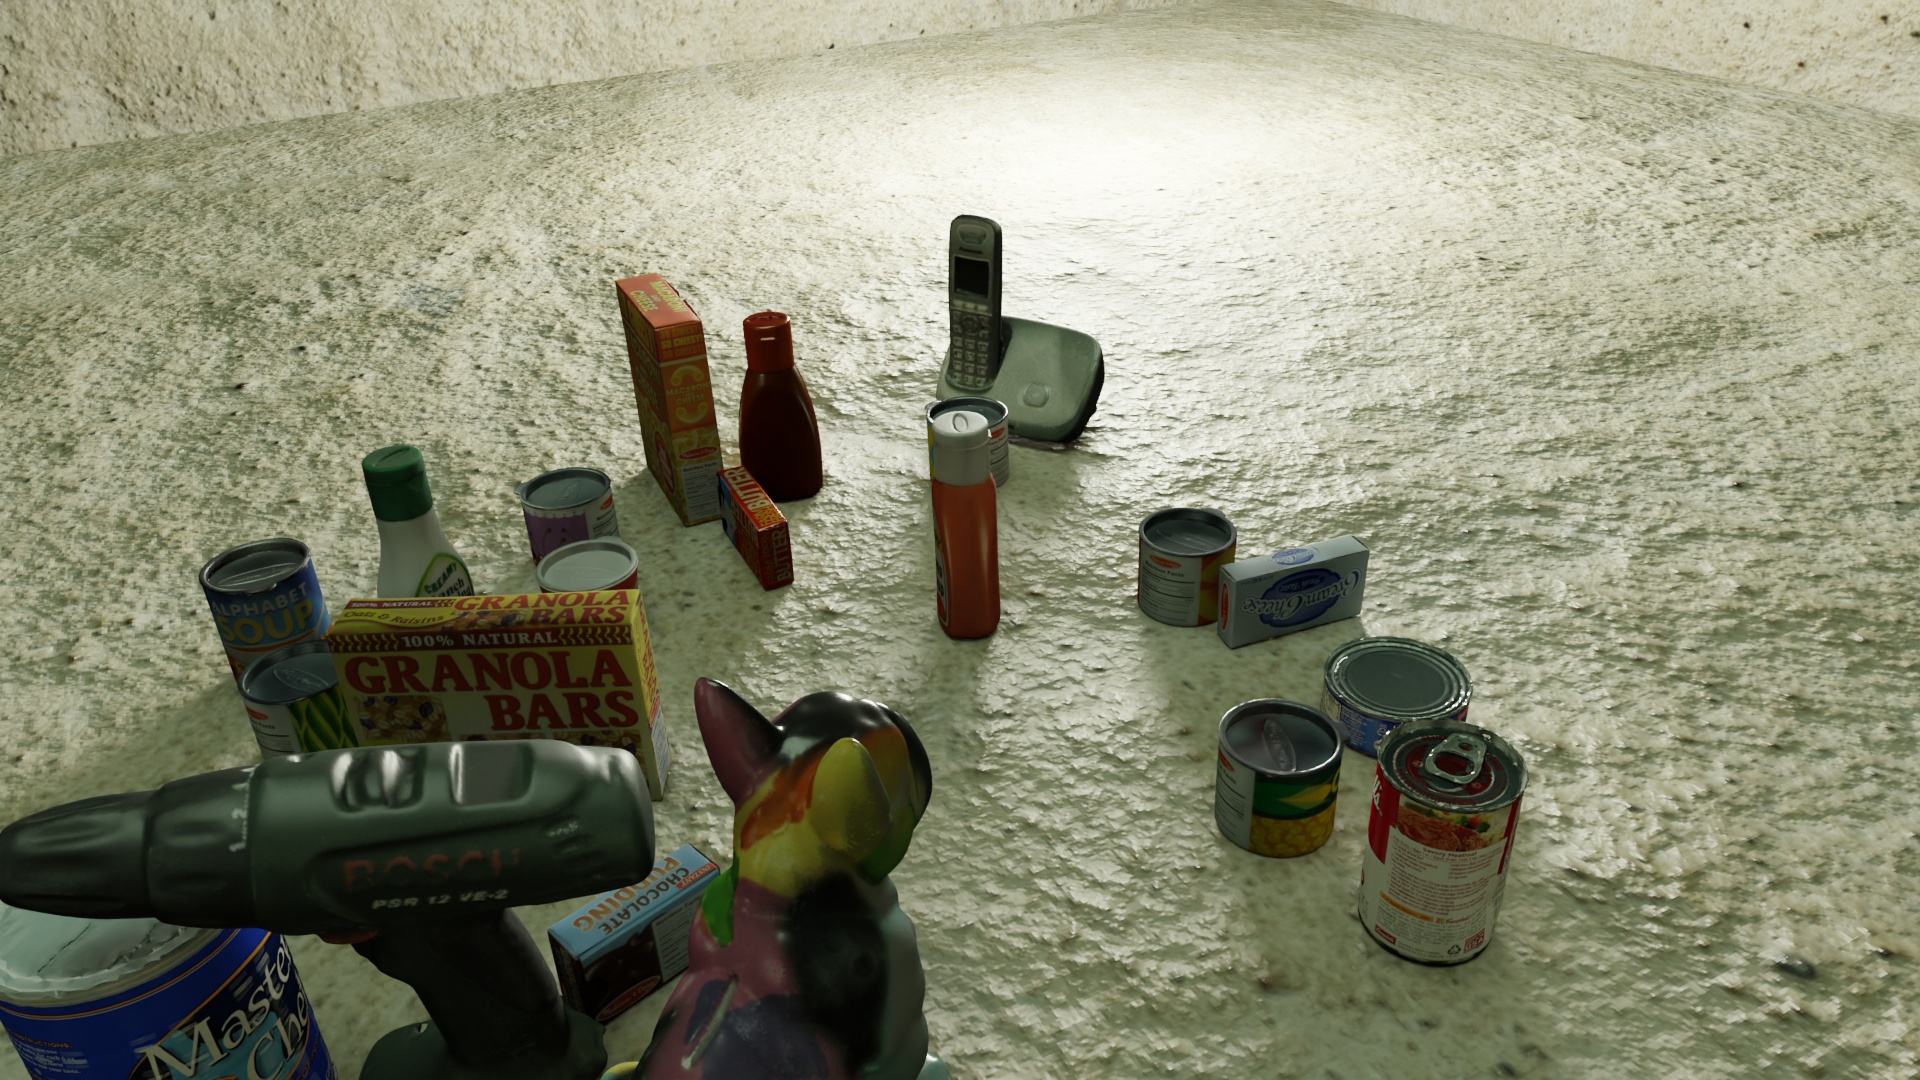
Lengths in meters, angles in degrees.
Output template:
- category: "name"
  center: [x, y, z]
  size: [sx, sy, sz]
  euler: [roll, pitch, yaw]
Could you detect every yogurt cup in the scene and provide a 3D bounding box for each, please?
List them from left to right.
- category: "yogurt cup"
  center: [-0.251, 0.038, 0.946]
  size: [0.072, 0.053, 0.073]
  euler: [-2, 30, 1]

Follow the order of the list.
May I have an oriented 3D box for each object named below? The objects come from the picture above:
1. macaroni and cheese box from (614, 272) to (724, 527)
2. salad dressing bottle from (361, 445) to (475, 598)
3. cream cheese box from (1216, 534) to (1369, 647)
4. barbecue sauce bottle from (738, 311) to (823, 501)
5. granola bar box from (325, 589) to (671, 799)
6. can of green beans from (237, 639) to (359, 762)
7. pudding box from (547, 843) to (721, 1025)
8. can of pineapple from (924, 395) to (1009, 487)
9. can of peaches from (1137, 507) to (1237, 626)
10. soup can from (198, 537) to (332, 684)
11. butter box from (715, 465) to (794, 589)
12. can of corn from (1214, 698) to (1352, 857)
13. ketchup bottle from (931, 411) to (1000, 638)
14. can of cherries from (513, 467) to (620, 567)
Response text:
- category: "macaroni and cheese box"
  center: [-0.226, -0.113, 1.094]
  size: [0.040, 0.165, 0.124]
  euler: [-15, 32, -21]
- category: "salad dressing bottle"
  center: [-0.355, 0.011, 0.908]
  size: [0.044, 0.147, 0.064]
  euler: [12, 33, 24]
- category: "cream cheese box"
  center: [0.220, 0.033, 0.923]
  size: [0.104, 0.053, 0.024]
  euler: [-13, 31, -17]
- category: "barbecue sauce bottle"
  center: [-0.145, -0.104, 1.092]
  size: [0.065, 0.147, 0.044]
  euler: [-6, 30, -6]
- category: "granola bar box"
  center: [-0.256, 0.090, 0.787]
  size: [0.166, 0.123, 0.039]
  euler: [-2, 30, 1]
- category: "can of green beans"
  center: [-0.394, 0.102, 0.842]
  size: [0.071, 0.057, 0.071]
  euler: [-2, 30, 1]
- category: "pudding box"
  center: [-0.155, 0.192, 0.678]
  size: [0.030, 0.049, 0.084]
  euler: [24, 39, 38]
- category: "can of pineapple"
  center: [0.005, -0.079, 1.128]
  size: [0.071, 0.057, 0.071]
  euler: [-2, 30, 1]
- category: "can of peaches"
  center: [0.156, 0.017, 0.952]
  size: [0.071, 0.057, 0.071]
  euler: [-2, 30, 1]
- category: "soup can"
  center: [-0.449, 0.052, 0.907]
  size: [0.071, 0.083, 0.072]
  euler: [-2, 30, 1]
- category: "butter box"
  center: [-0.152, -0.011, 1.025]
  size: [0.024, 0.052, 0.104]
  euler: [-15, 32, -21]
- category: "can of corn"
  center: [0.175, 0.129, 0.756]
  size: [0.071, 0.058, 0.071]
  euler: [-2, 30, 1]
- category: "ketchup bottle"
  center: [0.003, -0.012, 0.921]
  size: [0.043, 0.148, 0.065]
  euler: [-4, 30, -3]
- category: "can of cherries"
  center: [-0.293, -0.015, 1.036]
  size: [0.071, 0.058, 0.072]
  euler: [-2, 30, 1]
